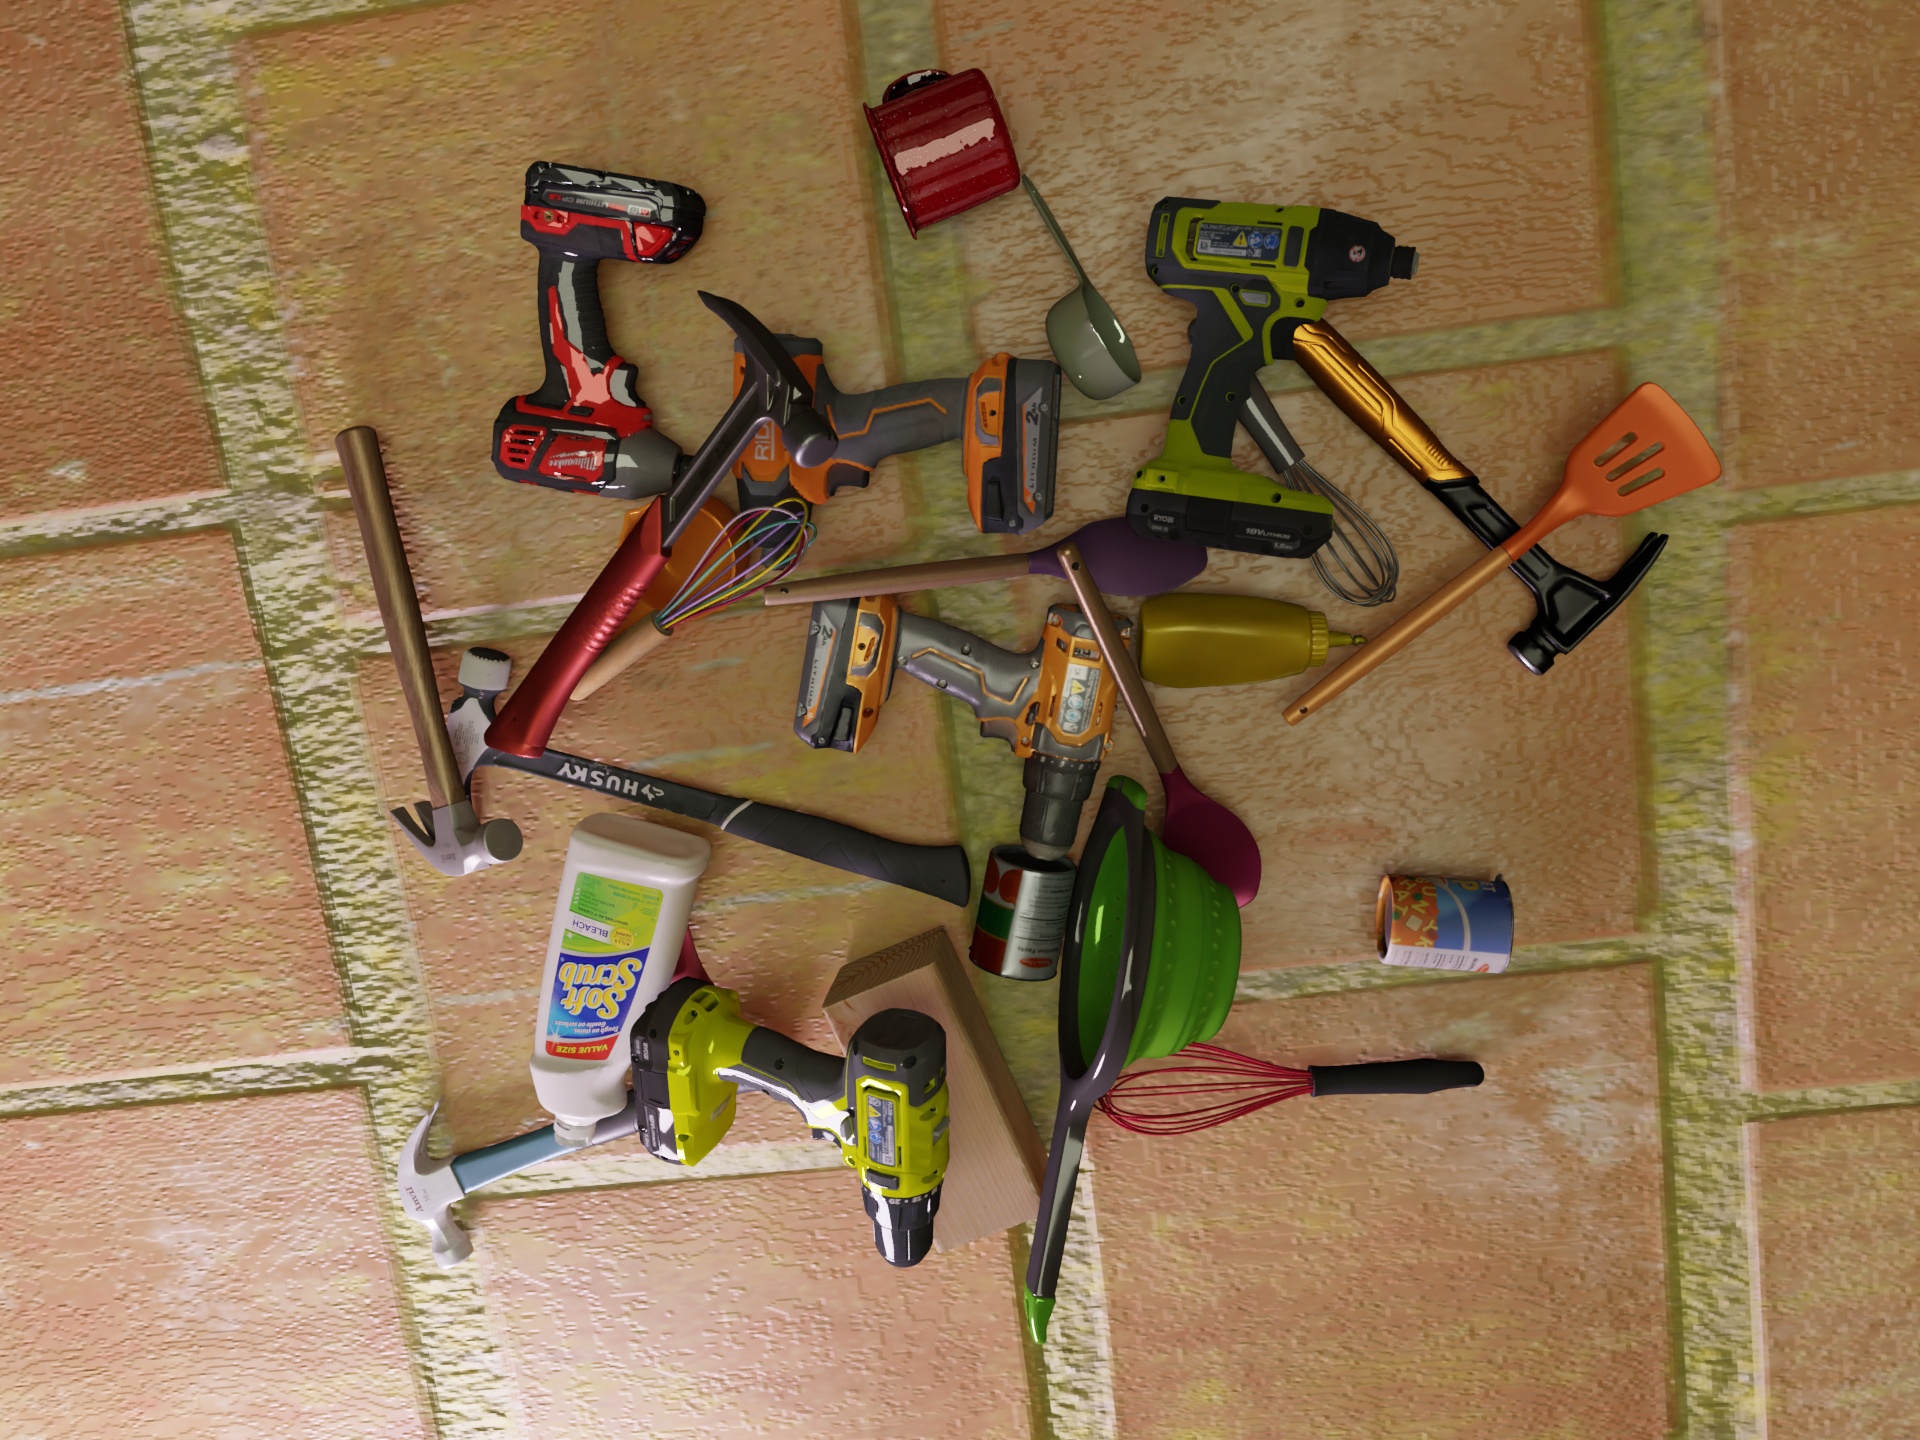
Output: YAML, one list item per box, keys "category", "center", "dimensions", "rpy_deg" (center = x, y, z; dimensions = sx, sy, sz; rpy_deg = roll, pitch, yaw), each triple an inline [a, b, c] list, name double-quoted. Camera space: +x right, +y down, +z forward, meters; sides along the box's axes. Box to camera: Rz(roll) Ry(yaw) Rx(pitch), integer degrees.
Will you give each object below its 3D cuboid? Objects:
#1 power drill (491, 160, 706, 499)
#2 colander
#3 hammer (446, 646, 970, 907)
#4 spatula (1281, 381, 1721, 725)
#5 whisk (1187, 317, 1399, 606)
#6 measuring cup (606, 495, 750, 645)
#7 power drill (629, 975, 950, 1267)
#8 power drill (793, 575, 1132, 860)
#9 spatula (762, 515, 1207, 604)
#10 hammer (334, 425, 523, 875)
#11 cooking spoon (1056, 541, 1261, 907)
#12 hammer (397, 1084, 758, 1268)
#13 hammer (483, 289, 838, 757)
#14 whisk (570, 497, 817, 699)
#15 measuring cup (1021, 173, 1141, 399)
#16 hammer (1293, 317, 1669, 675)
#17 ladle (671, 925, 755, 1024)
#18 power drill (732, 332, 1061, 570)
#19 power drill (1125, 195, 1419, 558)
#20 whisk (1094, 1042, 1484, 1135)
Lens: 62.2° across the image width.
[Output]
- category: "power drill"
  center: [-0.243, -0.264, 1.107]
  dimensions: [0.143, 0.078, 0.219]
  rpy_deg: [10, 104, 2]
- category: "colander"
  center: [0.120, 0.241, 1.103]
  dimensions: [0.094, 0.204, 0.397]
  rpy_deg: [10, 93, -6]
- category: "hammer"
  center: [-0.188, 0.070, 1.186]
  dimensions: [0.409, 0.036, 0.149]
  rpy_deg: [16, 103, 1]
- category: "spatula"
  center: [0.351, -0.097, 1.075]
  dimensions: [0.322, 0.041, 0.081]
  rpy_deg: [-39, 97, 13]
- category: "whisk"
  center: [0.228, -0.178, 1.103]
  dimensions: [0.055, 0.055, 0.239]
  rpy_deg: [-34, 92, 10]
- category: "measuring cup"
  center: [-0.222, -0.093, 1.152]
  dimensions: [0.095, 0.052, 0.173]
  rpy_deg: [44, 114, -5]
- category: "power drill"
  center: [-0.113, 0.281, 1.125]
  dimensions: [0.228, 0.080, 0.190]
  rpy_deg: [10, 114, 23]
- category: "power drill"
  center: [-0.002, -0.004, 1.137]
  dimensions: [0.226, 0.084, 0.185]
  rpy_deg: [10, 102, -2]
- category: "spatula"
  center: [0.021, -0.103, 1.095]
  dimensions: [0.316, 0.018, 0.060]
  rpy_deg: [-7, 80, -12]
- category: "hammer"
  center: [-0.399, -0.049, 1.153]
  dimensions: [0.130, 0.031, 0.331]
  rpy_deg: [-16, 89, 45]
- category: "cooking spoon"
  center: [0.137, 0.012, 1.120]
  dimensions: [0.069, 0.017, 0.318]
  rpy_deg: [-26, 115, 4]
- category: "hammer"
  center: [-0.289, 0.319, 1.243]
  dimensions: [0.331, 0.033, 0.128]
  rpy_deg: [-22, 100, 8]
- category: "hammer"
  center: [-0.225, -0.112, 1.081]
  dimensions: [0.359, 0.036, 0.149]
  rpy_deg: [-48, 63, 24]
- category: "whisk"
  center: [-0.191, -0.081, 1.102]
  dimensions: [0.245, 0.051, 0.047]
  rpy_deg: [-32, 76, 28]
- category: "measuring cup"
  center: [0.068, -0.294, 1.087]
  dimensions: [0.038, 0.083, 0.168]
  rpy_deg: [-30, 81, 23]
- category: "hammer"
  center: [0.326, -0.187, 1.096]
  dimensions: [0.337, 0.034, 0.127]
  rpy_deg: [42, 102, -4]
- category: "ladle"
  center: [-0.155, 0.238, 1.193]
  dimensions: [0.315, 0.031, 0.069]
  rpy_deg: [43, 106, 7]
- category: "power drill"
  center: [-0.049, -0.181, 1.105]
  dimensions: [0.226, 0.084, 0.164]
  rpy_deg: [5, 102, 8]
- category: "power drill"
  center: [0.198, -0.223, 1.043]
  dimensions: [0.171, 0.080, 0.223]
  rpy_deg: [10, 99, 16]
- category: "whisk"
  center: [0.241, 0.269, 1.181]
  dimensions: [0.296, 0.073, 0.073]
  rpy_deg: [-3, 101, 0]
